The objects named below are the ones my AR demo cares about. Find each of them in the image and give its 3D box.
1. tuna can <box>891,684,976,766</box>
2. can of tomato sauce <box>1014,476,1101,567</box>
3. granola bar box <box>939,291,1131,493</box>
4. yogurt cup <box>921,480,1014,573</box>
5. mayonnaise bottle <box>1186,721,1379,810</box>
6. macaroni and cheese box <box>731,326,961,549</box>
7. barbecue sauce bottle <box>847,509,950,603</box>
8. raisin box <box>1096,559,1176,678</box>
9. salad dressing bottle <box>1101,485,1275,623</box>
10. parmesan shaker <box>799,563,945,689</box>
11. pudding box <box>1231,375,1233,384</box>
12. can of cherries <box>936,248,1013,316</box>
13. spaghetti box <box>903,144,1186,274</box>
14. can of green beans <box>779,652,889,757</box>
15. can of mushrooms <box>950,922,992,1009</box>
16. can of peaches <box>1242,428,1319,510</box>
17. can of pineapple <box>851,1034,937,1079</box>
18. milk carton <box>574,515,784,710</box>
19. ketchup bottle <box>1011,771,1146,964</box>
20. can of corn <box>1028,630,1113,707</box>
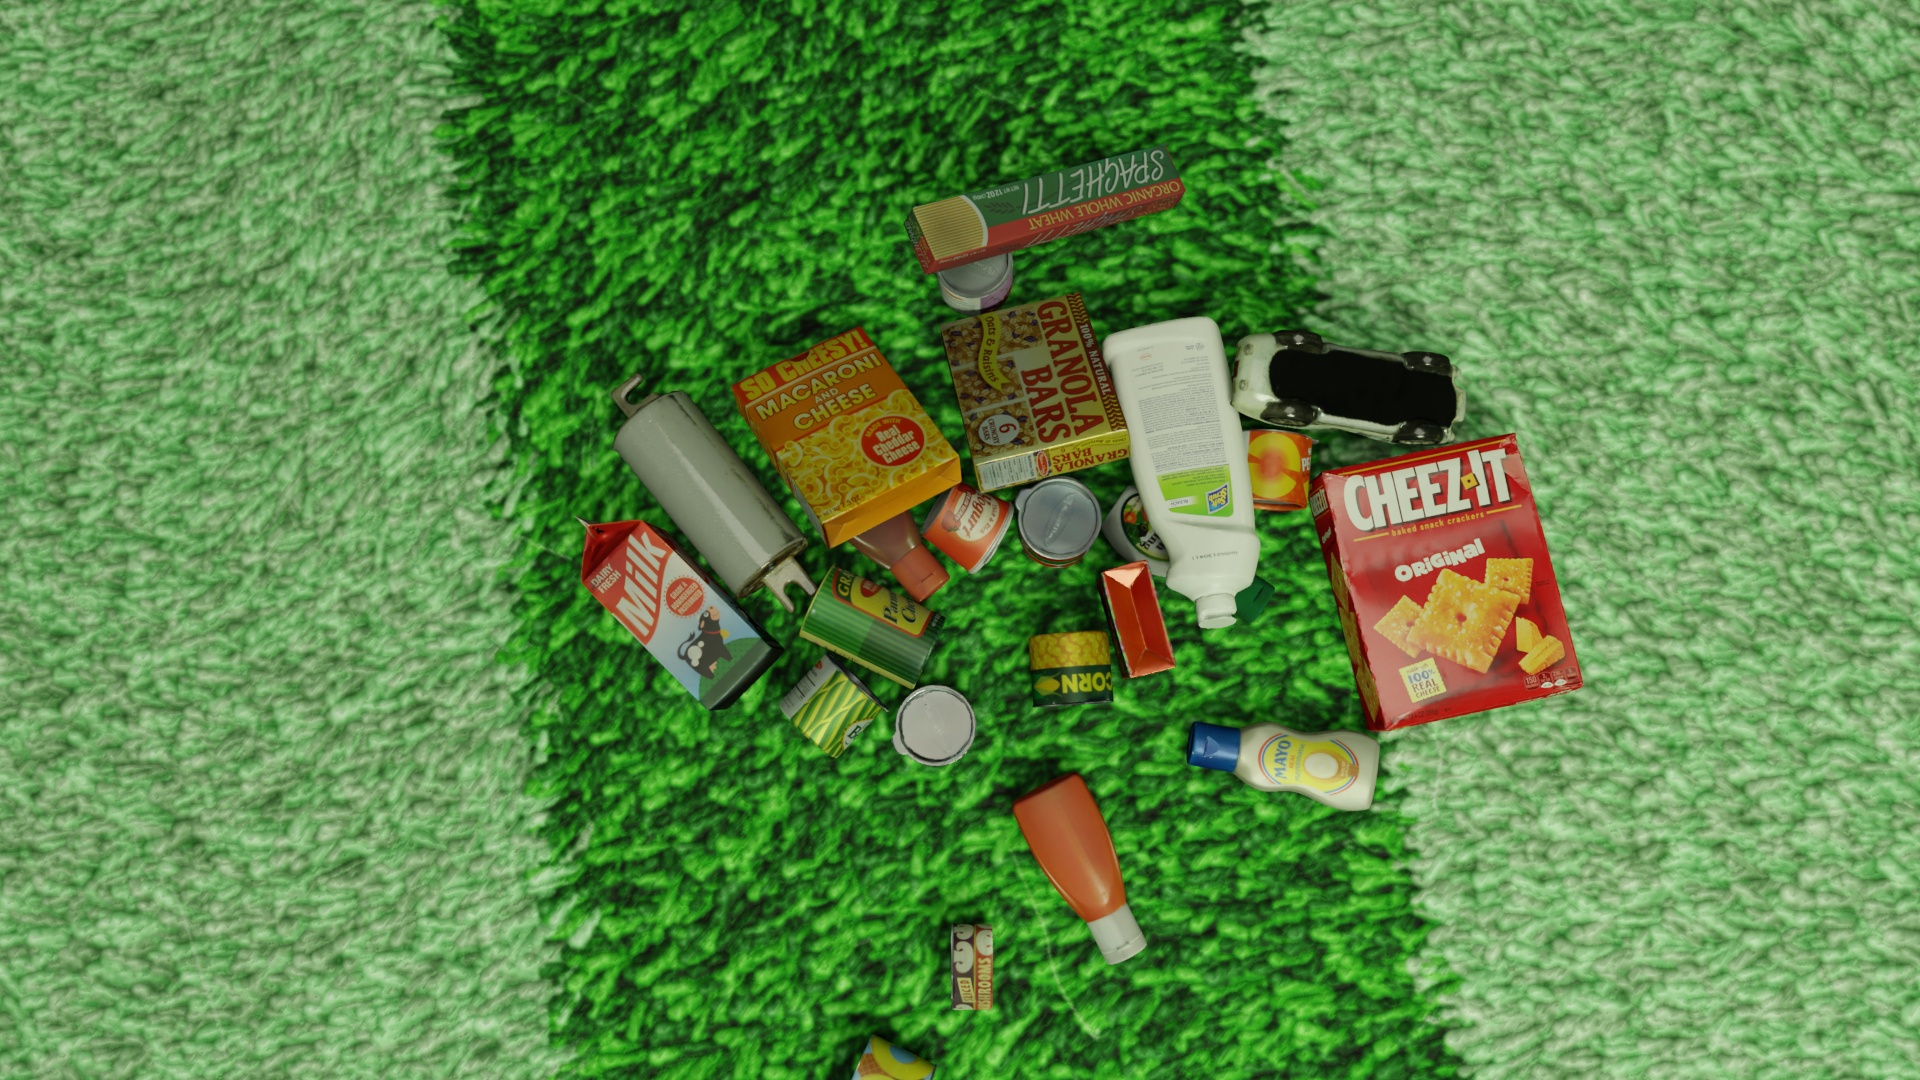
[{"bbox_3d":[-0.022,0.153,1.142,0.071,0.033,0.071,0,83,2],"label":"tuna can"},{"bbox_3d":[0.078,-0.014,1.135,0.071,0.083,0.071,0,83,2],"label":"can of tomato sauce"},{"bbox_3d":[0.059,-0.123,1.132,0.124,0.039,0.166,-13,51,1],"label":"granola bar box"},{"bbox_3d":[0.004,-0.014,1.140,0.054,0.072,0.072,31,85,-10],"label":"yogurt cup"},{"bbox_3d":[0.260,0.177,1.125,0.148,0.041,0.065,9,85,3],"label":"mayonnaise bottle"},{"bbox_3d":[-0.094,-0.088,1.129,0.124,0.040,0.167,-27,59,-15],"label":"macaroni and cheese box"},{"bbox_3d":[-0.069,-0.015,1.160,0.065,0.043,0.148,-39,84,-10],"label":"barbecue sauce bottle"},{"bbox_3d":[0.138,0.064,1.103,0.040,0.123,0.086,-16,83,2],"label":"raisin box"},{"bbox_3d":[0.188,0.012,1.147,0.148,0.044,0.064,34,73,5],"label":"salad dressing bottle"},{"bbox_3d":[-0.071,0.070,1.138,0.103,0.071,0.071,25,85,1],"label":"parmesan shaker"},{"bbox_3d":[0.272,-0.130,1.160,0.084,0.049,0.030,-4,88,1],"label":"pudding box"},{"bbox_3d":[0.014,-0.231,1.177,0.071,0.058,0.071,0,82,3],"label":"can of cherries"},{"bbox_3d":[0.075,-0.277,1.153,0.251,0.028,0.050,-20,81,-22],"label":"spaghetti box"},{"bbox_3d":[-0.105,0.134,1.131,0.071,0.071,0.058,43,87,6],"label":"can of green beans"},{"bbox_3d":[0.009,0.338,1.099,0.033,0.071,0.071,1,83,1],"label":"can of mushrooms"},{"bbox_3d":[0.256,-0.057,1.142,0.071,0.071,0.058,6,84,3],"label":"can of peaches"},{"bbox_3d":[-0.058,0.432,1.090,0.058,0.071,0.071,24,85,5],"label":"can of pineapple"},{"bbox_3d":[-0.241,0.049,1.143,0.191,0.072,0.073,44,87,7],"label":"milk carton"},{"bbox_3d":[0.100,0.265,1.118,0.065,0.043,0.149,-27,83,0],"label":"ketchup bottle"},{"bbox_3d":[0.091,0.104,1.126,0.071,0.071,0.058,-4,82,2],"label":"can of corn"}]
